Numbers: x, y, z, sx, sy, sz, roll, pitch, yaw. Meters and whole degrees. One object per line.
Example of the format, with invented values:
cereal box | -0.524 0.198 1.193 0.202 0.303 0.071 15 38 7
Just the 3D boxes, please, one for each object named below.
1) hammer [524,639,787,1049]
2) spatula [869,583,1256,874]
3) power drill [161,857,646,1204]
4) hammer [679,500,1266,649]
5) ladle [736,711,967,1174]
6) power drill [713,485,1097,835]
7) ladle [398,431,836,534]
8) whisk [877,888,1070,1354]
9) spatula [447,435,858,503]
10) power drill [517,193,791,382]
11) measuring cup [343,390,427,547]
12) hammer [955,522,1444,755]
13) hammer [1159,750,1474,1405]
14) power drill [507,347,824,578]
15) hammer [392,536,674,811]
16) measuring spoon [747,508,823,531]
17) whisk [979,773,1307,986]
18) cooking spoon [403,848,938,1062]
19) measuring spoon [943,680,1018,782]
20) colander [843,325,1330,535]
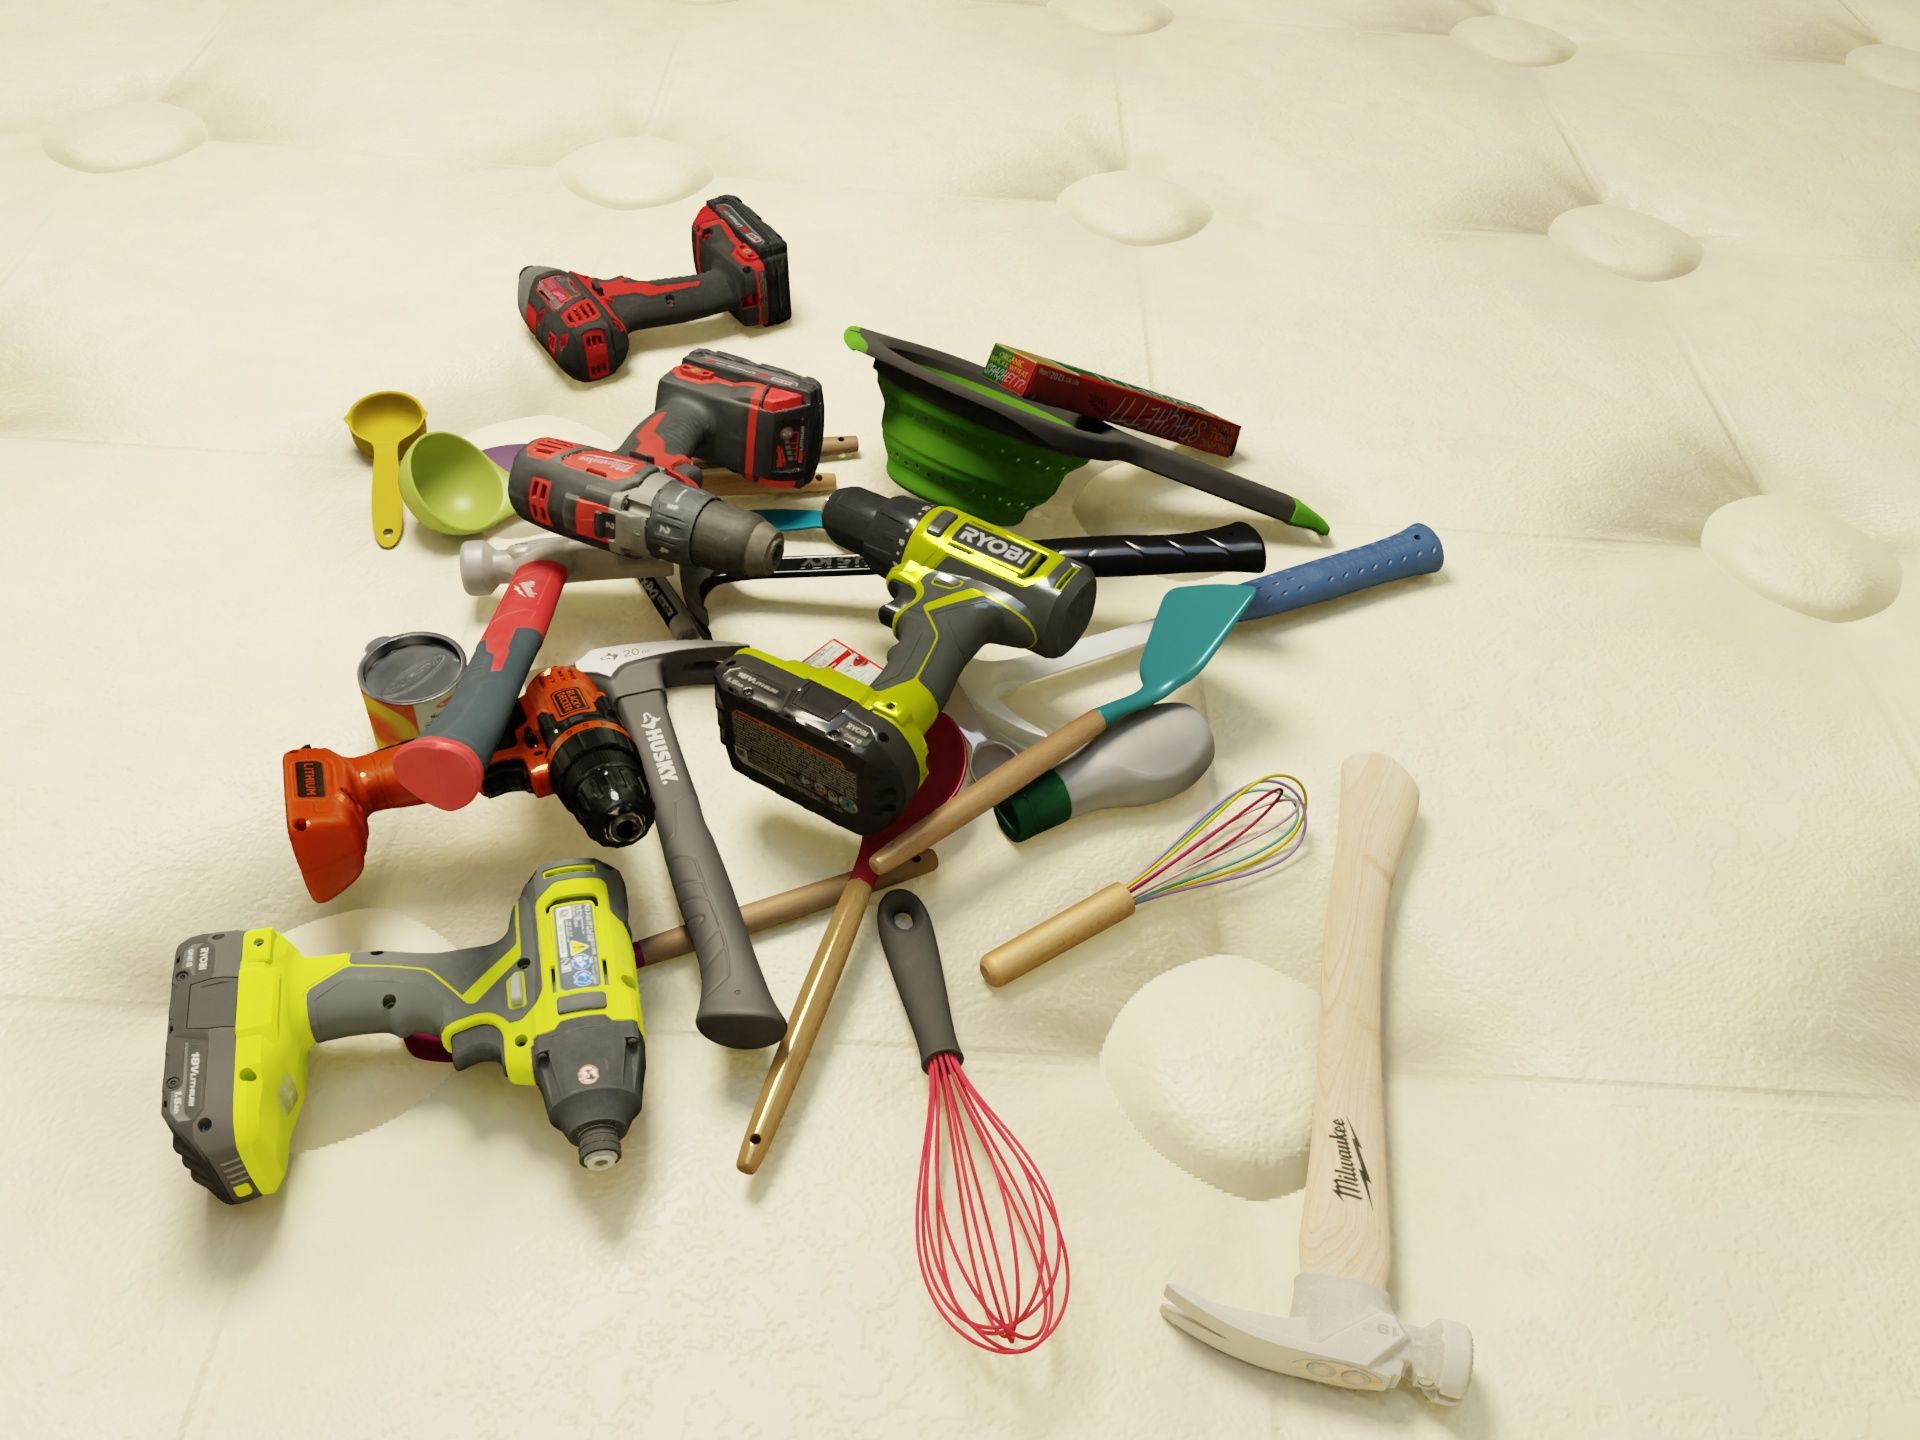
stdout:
hammer | -0.161 0.061 0.948 0.146 0.035 0.335 -13 43 -16
spatula | 0.062 0.002 0.984 0.317 0.044 0.082 -33 22 -31
power drill | -0.276 0.164 0.813 0.223 0.080 0.171 -8 49 -12
hammer | 0.005 -0.110 1.104 0.409 0.036 0.149 -2 38 3
ladle | -0.064 0.115 0.906 0.069 0.031 0.316 14 50 9
power drill | -0.049 -0.053 0.982 0.191 0.080 0.228 25 52 20
ladle | -0.249 -0.179 1.184 0.320 0.062 0.078 -4 72 -13
whisk | -0.006 0.195 0.836 0.073 0.073 0.296 -6 40 -11
spatula | -0.235 -0.202 1.233 0.316 0.018 0.060 -7 56 -11
power drill | -0.267 -0.371 1.361 0.219 0.078 0.143 -25 52 -23
measuring cup | -0.431 -0.184 1.200 0.062 0.029 0.157 -6 58 -11
hammer | 0.176 -0.071 1.128 0.405 0.035 0.144 -17 49 -21
hammer | 0.211 0.167 0.896 0.146 0.038 0.411 11 45 7
power drill | -0.172 -0.171 1.090 0.188 0.080 0.227 19 34 14
hammer | -0.251 -0.045 0.938 0.143 0.038 0.387 -4 22 -5
measuring spoon | -0.119 -0.145 1.193 0.128 0.021 0.042 0 57 8
whisk | 0.115 0.093 0.956 0.245 0.047 0.051 -25 54 -23
cooking spoon | -0.159 0.127 0.914 0.319 0.017 0.069 -17 52 -20
measuring spoon | -0.002 -0.003 1.036 0.034 0.018 0.124 -26 71 -21
colander | 0.086 -0.180 1.197 0.397 0.094 0.205 18 17 -12
